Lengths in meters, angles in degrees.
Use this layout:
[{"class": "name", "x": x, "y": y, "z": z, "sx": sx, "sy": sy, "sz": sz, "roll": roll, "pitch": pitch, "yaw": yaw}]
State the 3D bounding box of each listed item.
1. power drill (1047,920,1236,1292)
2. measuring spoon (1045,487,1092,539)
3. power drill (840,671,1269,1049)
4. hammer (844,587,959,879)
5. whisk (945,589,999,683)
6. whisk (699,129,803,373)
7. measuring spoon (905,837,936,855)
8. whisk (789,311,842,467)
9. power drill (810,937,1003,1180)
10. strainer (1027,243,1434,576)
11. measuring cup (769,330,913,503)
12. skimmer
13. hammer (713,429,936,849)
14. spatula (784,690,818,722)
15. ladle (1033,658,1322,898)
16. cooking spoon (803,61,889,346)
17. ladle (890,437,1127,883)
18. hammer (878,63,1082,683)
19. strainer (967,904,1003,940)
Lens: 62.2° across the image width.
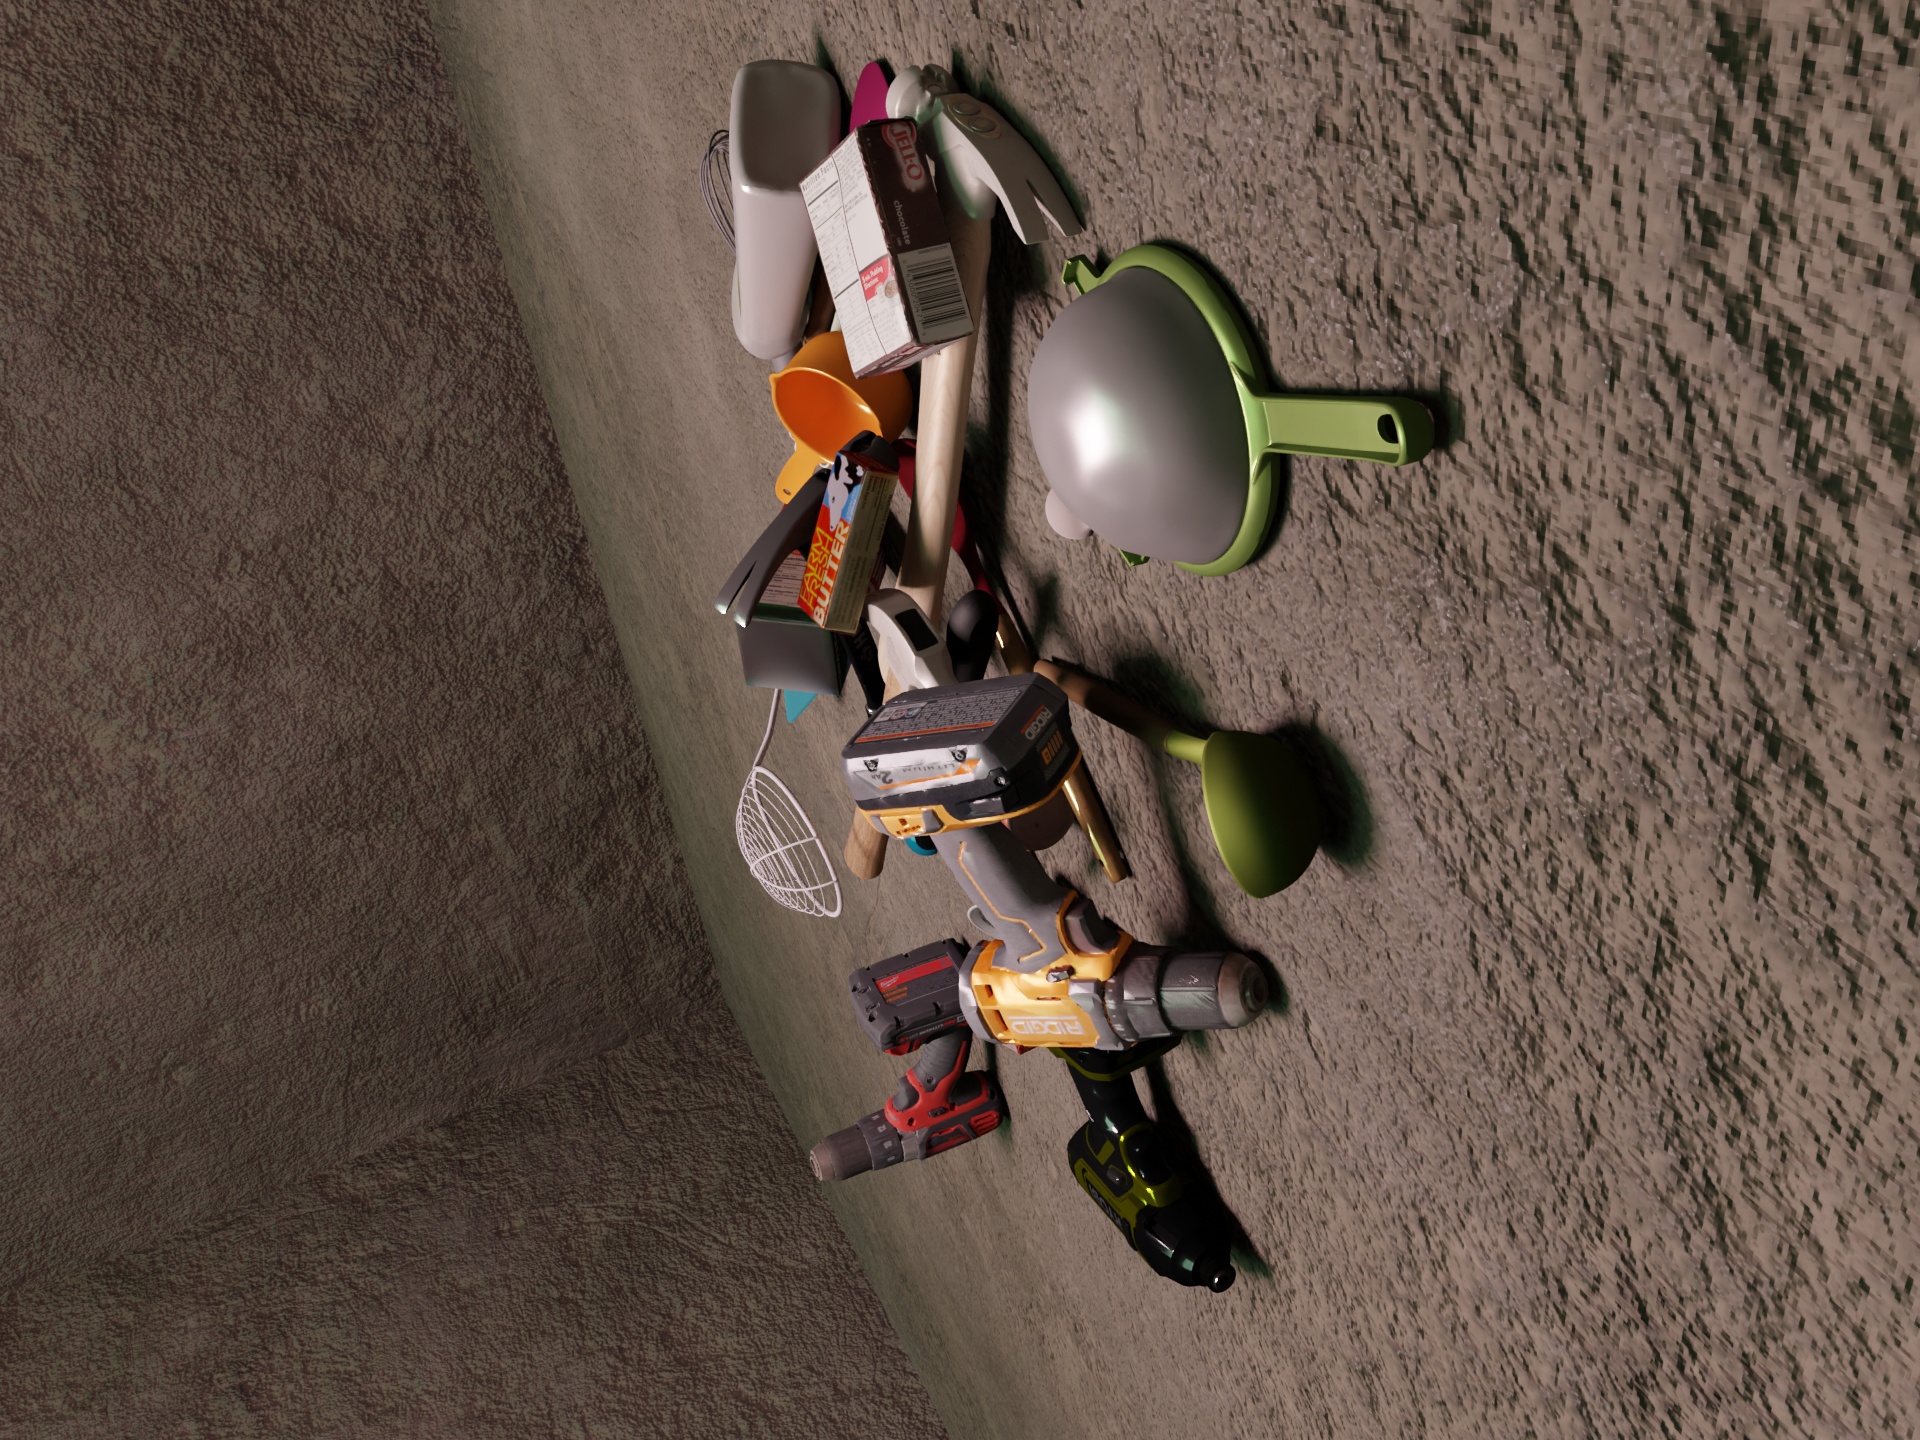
[{"class": "power drill", "x": 0.111, "y": 0.258, "z": 1.046, "sx": 0.171, "sy": 0.080, "sz": 0.223, "roll": 35, "pitch": 146, "yaw": 62}, {"class": "measuring spoon", "x": 0.074, "y": -0.101, "z": 0.826, "sx": 0.124, "sy": 0.018, "sz": 0.034, "roll": 35, "pitch": 142, "yaw": 61}, {"class": "power drill", "x": 0.054, "y": 0.088, "z": 0.869, "sx": 0.185, "sy": 0.084, "sz": 0.226, "roll": -7, "pitch": 119, "yaw": 37}, {"class": "hammer", "x": -0.050, "y": 0.025, "z": 1.076, "sx": 0.130, "sy": 0.031, "sz": 0.331, "roll": 60, "pitch": 158, "yaw": 21}, {"class": "whisk", "x": -0.002, "y": -0.003, "z": 1.051, "sx": 0.073, "sy": 0.073, "sz": 0.295, "roll": 62, "pitch": 164, "yaw": 22}, {"class": "whisk", "x": -0.145, "y": -0.327, "z": 1.207, "sx": 0.055, "sy": 0.055, "sz": 0.238, "roll": 47, "pitch": 157, "yaw": 52}, {"class": "measuring spoon", "x": -0.056, "y": 0.094, "z": 1.461, "sx": 0.129, "sy": 0.021, "sz": 0.042, "roll": 30, "pitch": 138, "yaw": 63}, {"class": "whisk", "x": -0.083, "y": -0.249, "z": 1.109, "sx": 0.058, "sy": 0.059, "sz": 0.246, "roll": 31, "pitch": 155, "yaw": -1}, {"class": "power drill", "x": -0.053, "y": 0.323, "z": 1.451, "sx": 0.080, "sy": 0.188, "sz": 0.226, "roll": -128, "pitch": 27, "yaw": -47}, {"class": "strainer", "x": 0.091, "y": -0.117, "z": 0.658, "sx": 0.256, "sy": 0.069, "sz": 0.151, "roll": -150, "pitch": 44, "yaw": -65}, {"class": "measuring cup", "x": -0.089, "y": -0.202, "z": 1.090, "sx": 0.095, "sy": 0.052, "sz": 0.173, "roll": 36, "pitch": 154, "yaw": -7}, {"class": "skimmer", "x": -0.113, "y": -0.028, "z": 1.259, "sx": 0.127, "sy": 0.090, "sz": 0.363, "roll": 119, "pitch": 159, "yaw": -66}, {"class": "hammer", "x": -0.062, "y": -0.019, "z": 1.146, "sx": 0.036, "sy": 0.149, "sz": 0.408, "roll": 33, "pitch": 158, "yaw": 30}, {"class": "spatula", "x": -0.126, "y": -0.098, "z": 1.416, "sx": 0.317, "sy": 0.044, "sz": 0.082, "roll": 111, "pitch": 155, "yaw": -64}, {"class": "ladle", "x": 0.093, "y": 0.012, "z": 0.840, "sx": 0.078, "sy": 0.062, "sz": 0.320, "roll": 60, "pitch": 170, "yaw": -22}, {"class": "cooking spoon", "x": -0.077, "y": -0.317, "z": 1.043, "sx": 0.319, "sy": 0.017, "sz": 0.069, "roll": 132, "pitch": 118, "yaw": -71}, {"class": "ladle", "x": 0.034, "y": -0.042, "z": 1.011, "sx": 0.315, "sy": 0.031, "sz": 0.069, "roll": 65, "pitch": 163, "yaw": 7}, {"class": "hammer", "x": -0.008, "y": -0.152, "z": 0.924, "sx": 0.146, "sy": 0.038, "sz": 0.410, "roll": 56, "pitch": 153, "yaw": 34}, {"class": "strainer", "x": 0.040, "y": 0.110, "z": 1.051, "sx": 0.258, "sy": 0.087, "sz": 0.050, "roll": 68, "pitch": -150, "yaw": -67}]
